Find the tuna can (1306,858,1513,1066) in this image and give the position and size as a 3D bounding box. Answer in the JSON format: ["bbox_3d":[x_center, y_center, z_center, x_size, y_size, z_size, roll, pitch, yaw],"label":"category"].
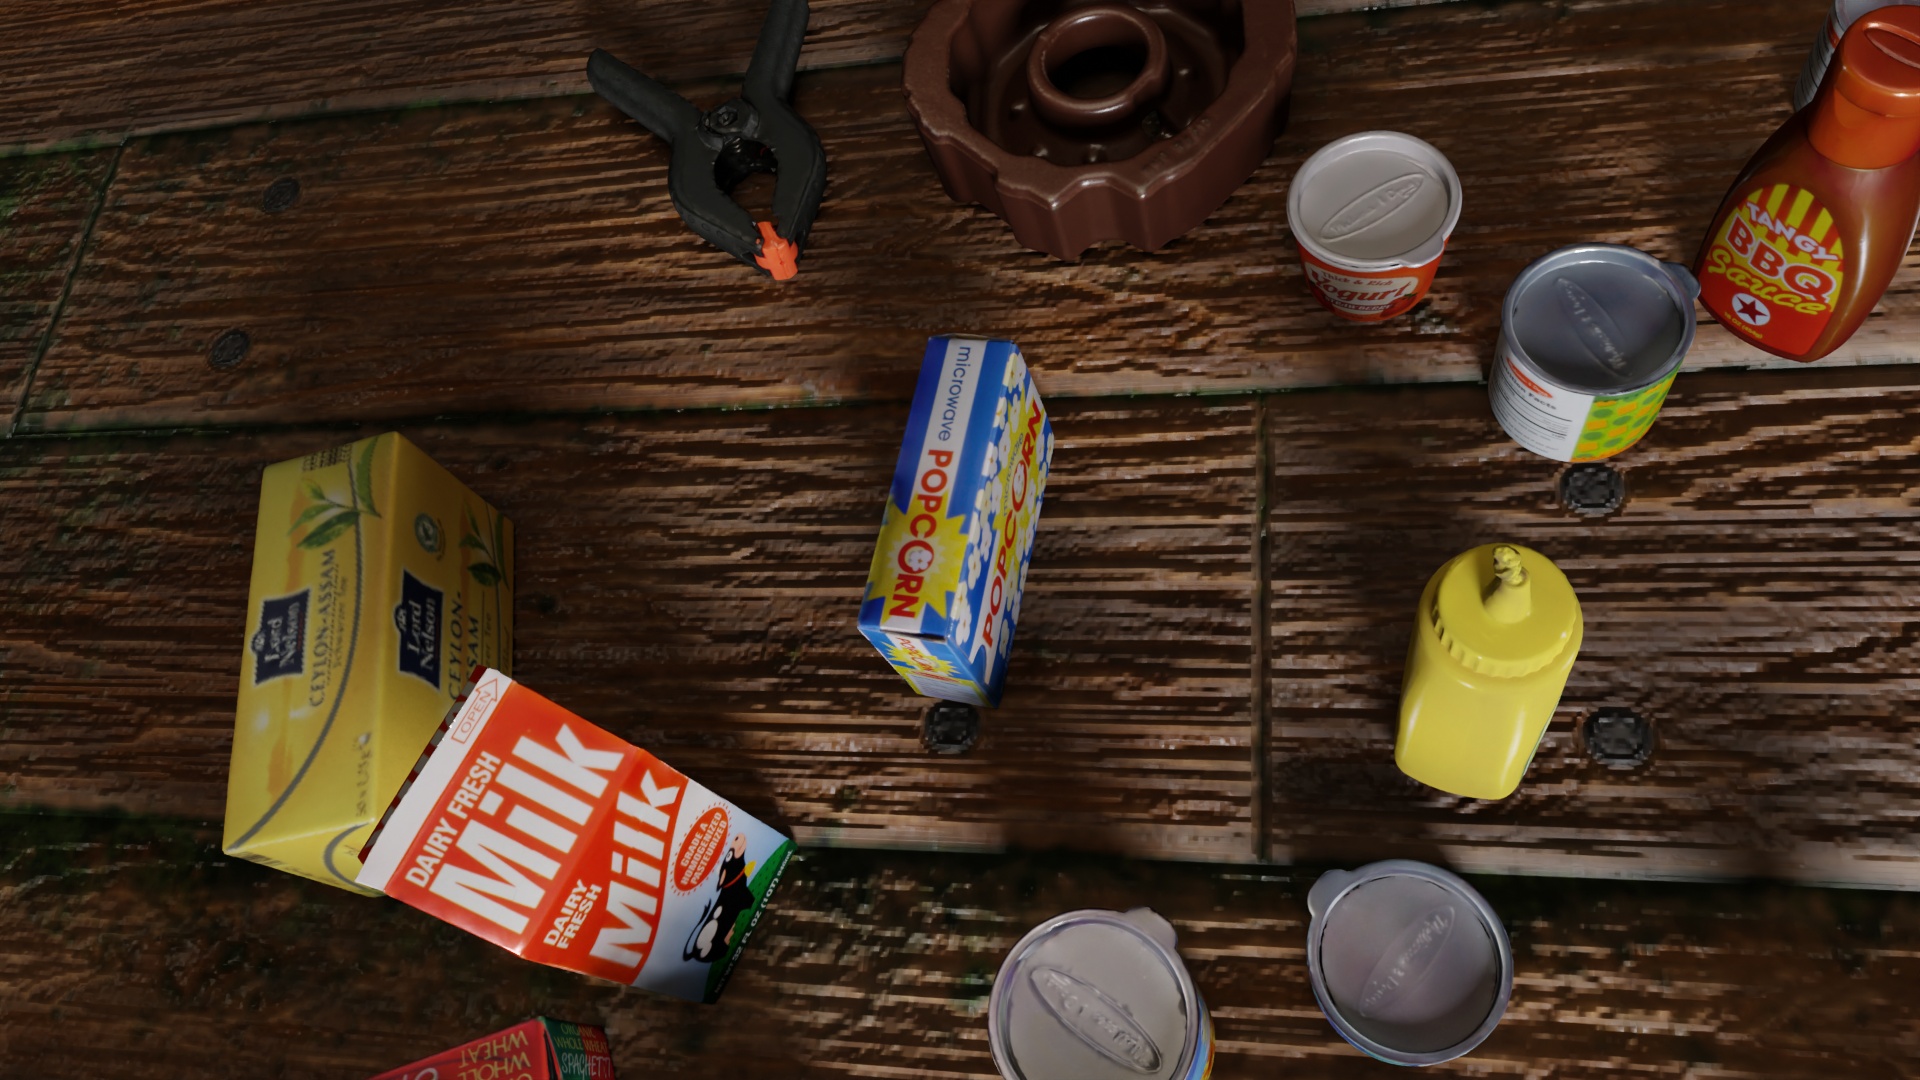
[{"bbox_3d":[0.151,0.144,0.478,0.071,0.032,0.071,-5,66,12],"label":"tuna can"}]

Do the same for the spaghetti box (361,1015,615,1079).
[{"bbox_3d":[-0.256,0.236,0.531,0.250,0.050,0.029,-21,63,5],"label":"spaghetti box"}]

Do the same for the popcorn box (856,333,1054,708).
[{"bbox_3d":[0.002,-0.007,0.554,0.038,0.085,0.127,6,69,17],"label":"popcorn box"}]

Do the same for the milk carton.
[{"bbox_3d":[-0.132,0.103,0.480,0.073,0.190,0.072,21,74,22],"label":"milk carton"}]

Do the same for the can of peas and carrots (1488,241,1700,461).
[{"bbox_3d":[0.243,-0.073,0.536,0.071,0.058,0.071,-5,66,12],"label":"can of peas and carrots"}]

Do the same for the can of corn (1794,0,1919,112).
[{"bbox_3d":[0.381,-0.195,0.556,0.071,0.058,0.071,-5,66,12],"label":"can of corn"}]

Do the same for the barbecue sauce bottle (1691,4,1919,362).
[{"bbox_3d":[0.308,-0.123,0.492,0.044,0.148,0.065,-41,64,-5],"label":"barbecue sauce bottle"}]

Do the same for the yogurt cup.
[{"bbox_3d":[0.172,-0.128,0.582,0.072,0.053,0.072,-5,66,12],"label":"yogurt cup"}]

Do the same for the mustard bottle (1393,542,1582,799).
[{"bbox_3d":[0.170,0.038,0.448,0.049,0.159,0.065,15,71,20],"label":"mustard bottle"}]

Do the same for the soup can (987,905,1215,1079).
[{"bbox_3d":[0.052,0.161,0.467,0.071,0.083,0.071,-5,66,12],"label":"soup can"}]
